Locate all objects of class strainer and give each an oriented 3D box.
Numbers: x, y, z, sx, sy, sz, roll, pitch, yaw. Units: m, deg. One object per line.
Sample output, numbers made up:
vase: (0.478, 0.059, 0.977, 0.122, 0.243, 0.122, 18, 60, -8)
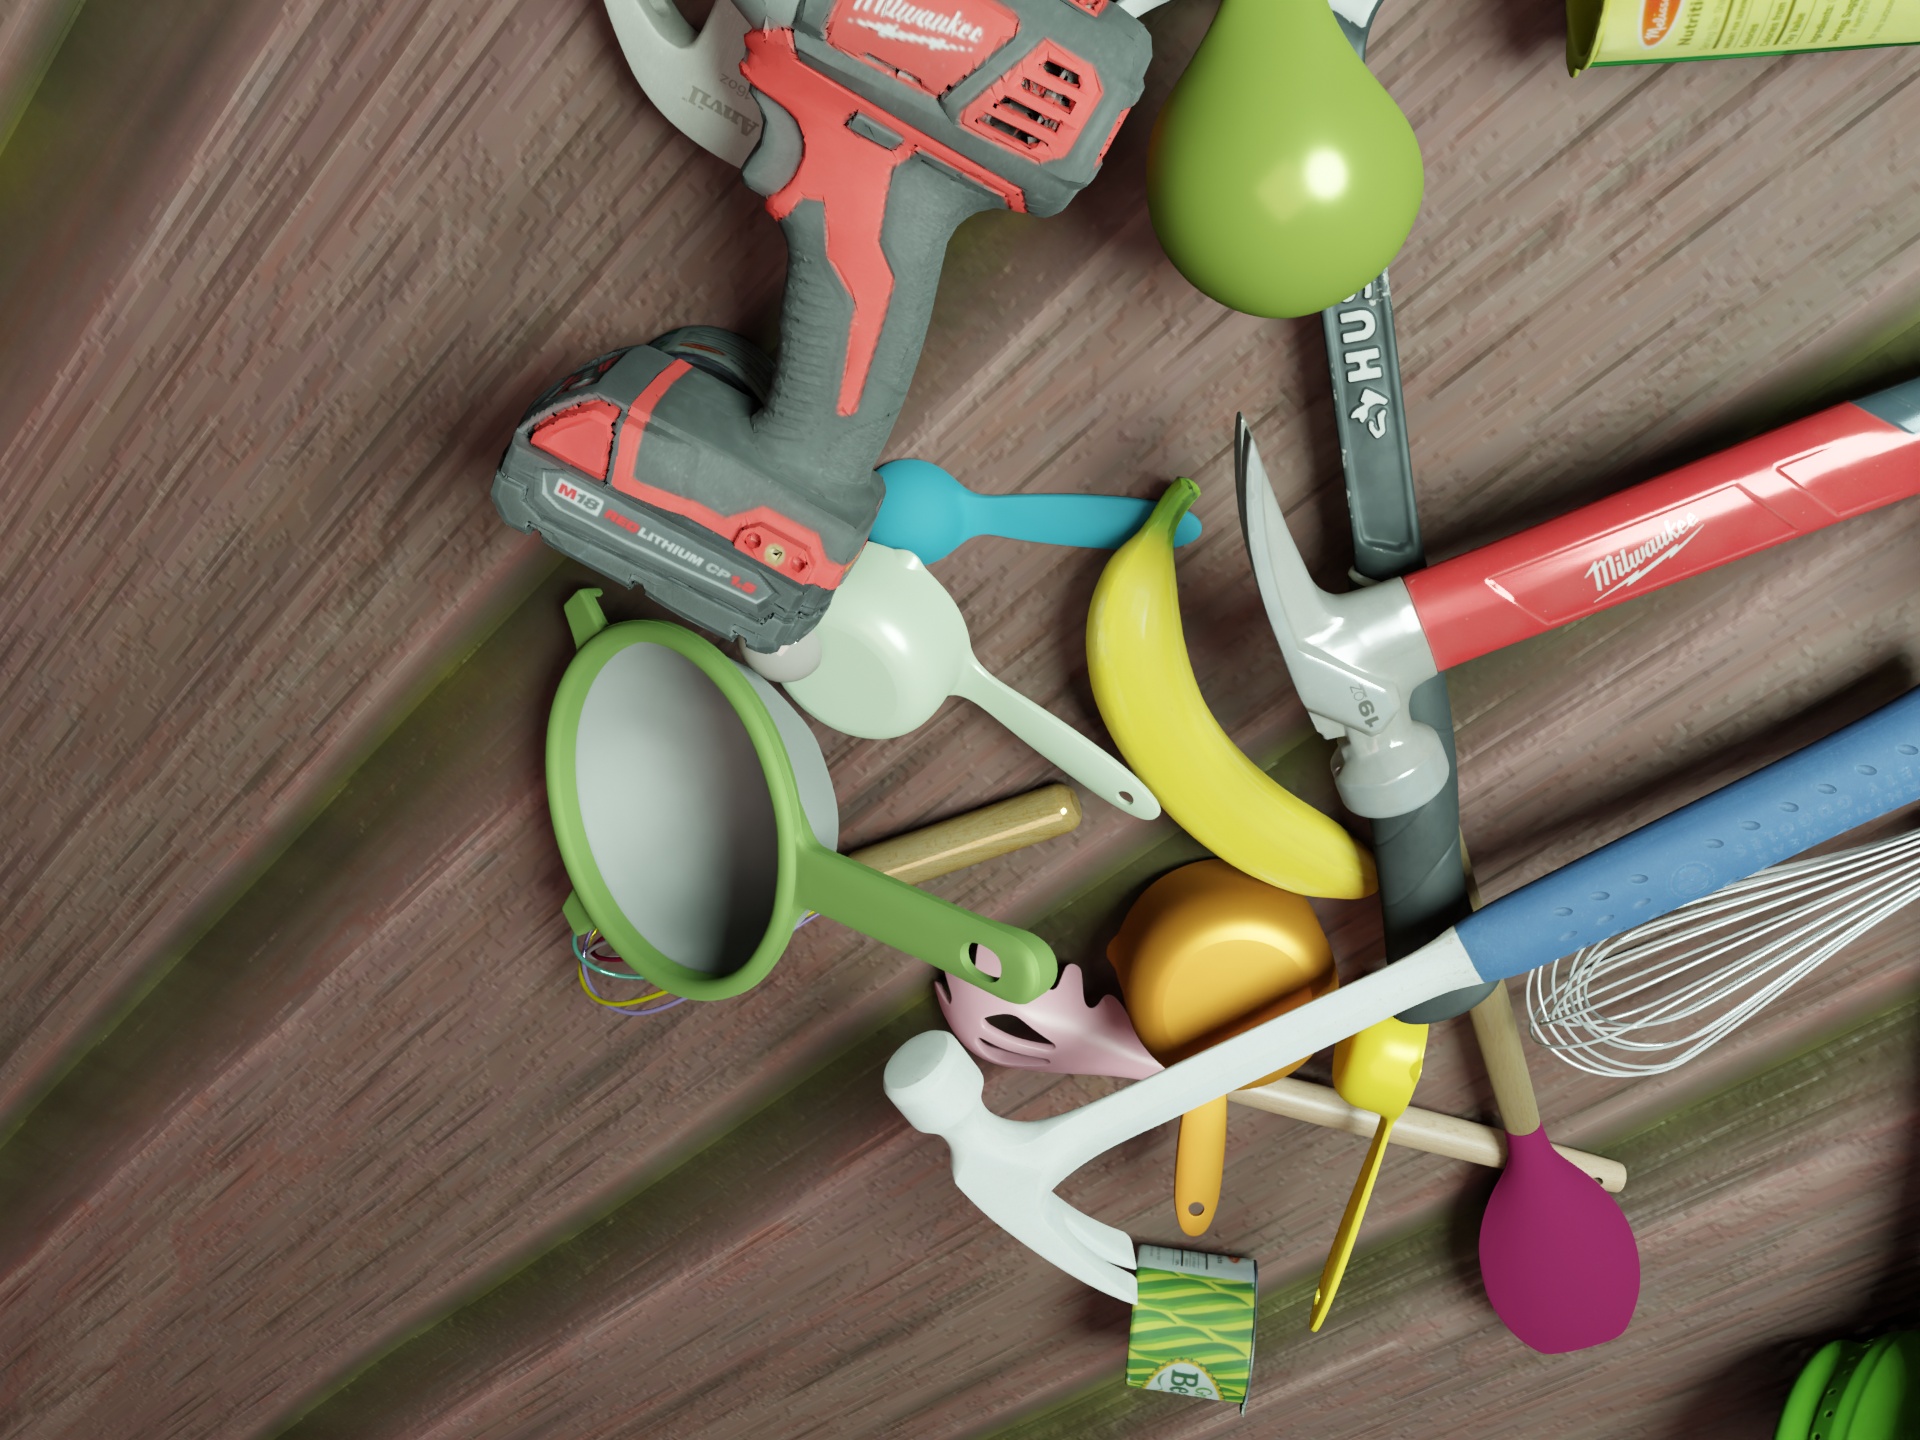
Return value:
strainer: (-0.055, 0.044, 0.603, 0.256, 0.069, 0.151, 19, 113, 36)

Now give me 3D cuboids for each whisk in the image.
whisk: (-0.064, 0.070, 0.682, 0.245, 0.047, 0.051, -20, 116, 17)
whisk: (0.341, 0.056, 0.585, 0.284, 0.070, 0.070, -31, 111, 21)

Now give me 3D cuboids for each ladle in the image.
ladle: (0.089, -0.269, 0.413, 0.078, 0.062, 0.320, 7, 107, 22)

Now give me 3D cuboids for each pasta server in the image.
pasta server: (0.141, 0.160, 0.706, 0.316, 0.040, 0.060, 14, 123, -3)

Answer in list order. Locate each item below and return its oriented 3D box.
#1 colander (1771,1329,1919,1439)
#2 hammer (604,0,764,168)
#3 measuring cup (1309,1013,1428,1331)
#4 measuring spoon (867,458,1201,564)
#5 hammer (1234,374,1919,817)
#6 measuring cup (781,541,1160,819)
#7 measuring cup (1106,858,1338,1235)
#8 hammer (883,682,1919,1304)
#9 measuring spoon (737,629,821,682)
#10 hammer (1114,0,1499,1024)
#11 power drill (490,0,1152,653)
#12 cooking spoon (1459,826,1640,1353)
colander: (0.404, 0.262, 0.674, 0.094, 0.204, 0.397, 7, 112, 48)
hammer: (-0.011, -0.310, 0.435, 0.130, 0.031, 0.331, 26, 123, -6)
measuring cup: (0.160, 0.181, 0.668, 0.029, 0.062, 0.156, 17, 97, 6)
measuring spoon: (0.024, -0.071, 0.584, 0.128, 0.021, 0.042, 4, 122, 8)
hammer: (0.277, -0.097, 0.473, 0.386, 0.038, 0.143, -22, 114, 13)
measuring cup: (-0.001, -0.002, 0.598, 0.167, 0.038, 0.083, 34, 141, 4)
measuring cup: (0.106, 0.146, 0.655, 0.095, 0.052, 0.173, 3, 103, 0)
hammer: (0.178, 0.094, 0.581, 0.405, 0.035, 0.144, -29, 114, 15)
measuring spoon: (-0.105, -0.052, 0.581, 0.124, 0.018, 0.034, 36, 141, 2)
hammer: (0.140, -0.063, 0.545, 0.149, 0.036, 0.408, -6, 117, 17)
power drill: (-0.055, -0.143, 0.486, 0.143, 0.079, 0.219, 28, 119, -8)
cooking spoon: (0.230, 0.150, 0.668, 0.069, 0.017, 0.318, -18, 111, 9)
